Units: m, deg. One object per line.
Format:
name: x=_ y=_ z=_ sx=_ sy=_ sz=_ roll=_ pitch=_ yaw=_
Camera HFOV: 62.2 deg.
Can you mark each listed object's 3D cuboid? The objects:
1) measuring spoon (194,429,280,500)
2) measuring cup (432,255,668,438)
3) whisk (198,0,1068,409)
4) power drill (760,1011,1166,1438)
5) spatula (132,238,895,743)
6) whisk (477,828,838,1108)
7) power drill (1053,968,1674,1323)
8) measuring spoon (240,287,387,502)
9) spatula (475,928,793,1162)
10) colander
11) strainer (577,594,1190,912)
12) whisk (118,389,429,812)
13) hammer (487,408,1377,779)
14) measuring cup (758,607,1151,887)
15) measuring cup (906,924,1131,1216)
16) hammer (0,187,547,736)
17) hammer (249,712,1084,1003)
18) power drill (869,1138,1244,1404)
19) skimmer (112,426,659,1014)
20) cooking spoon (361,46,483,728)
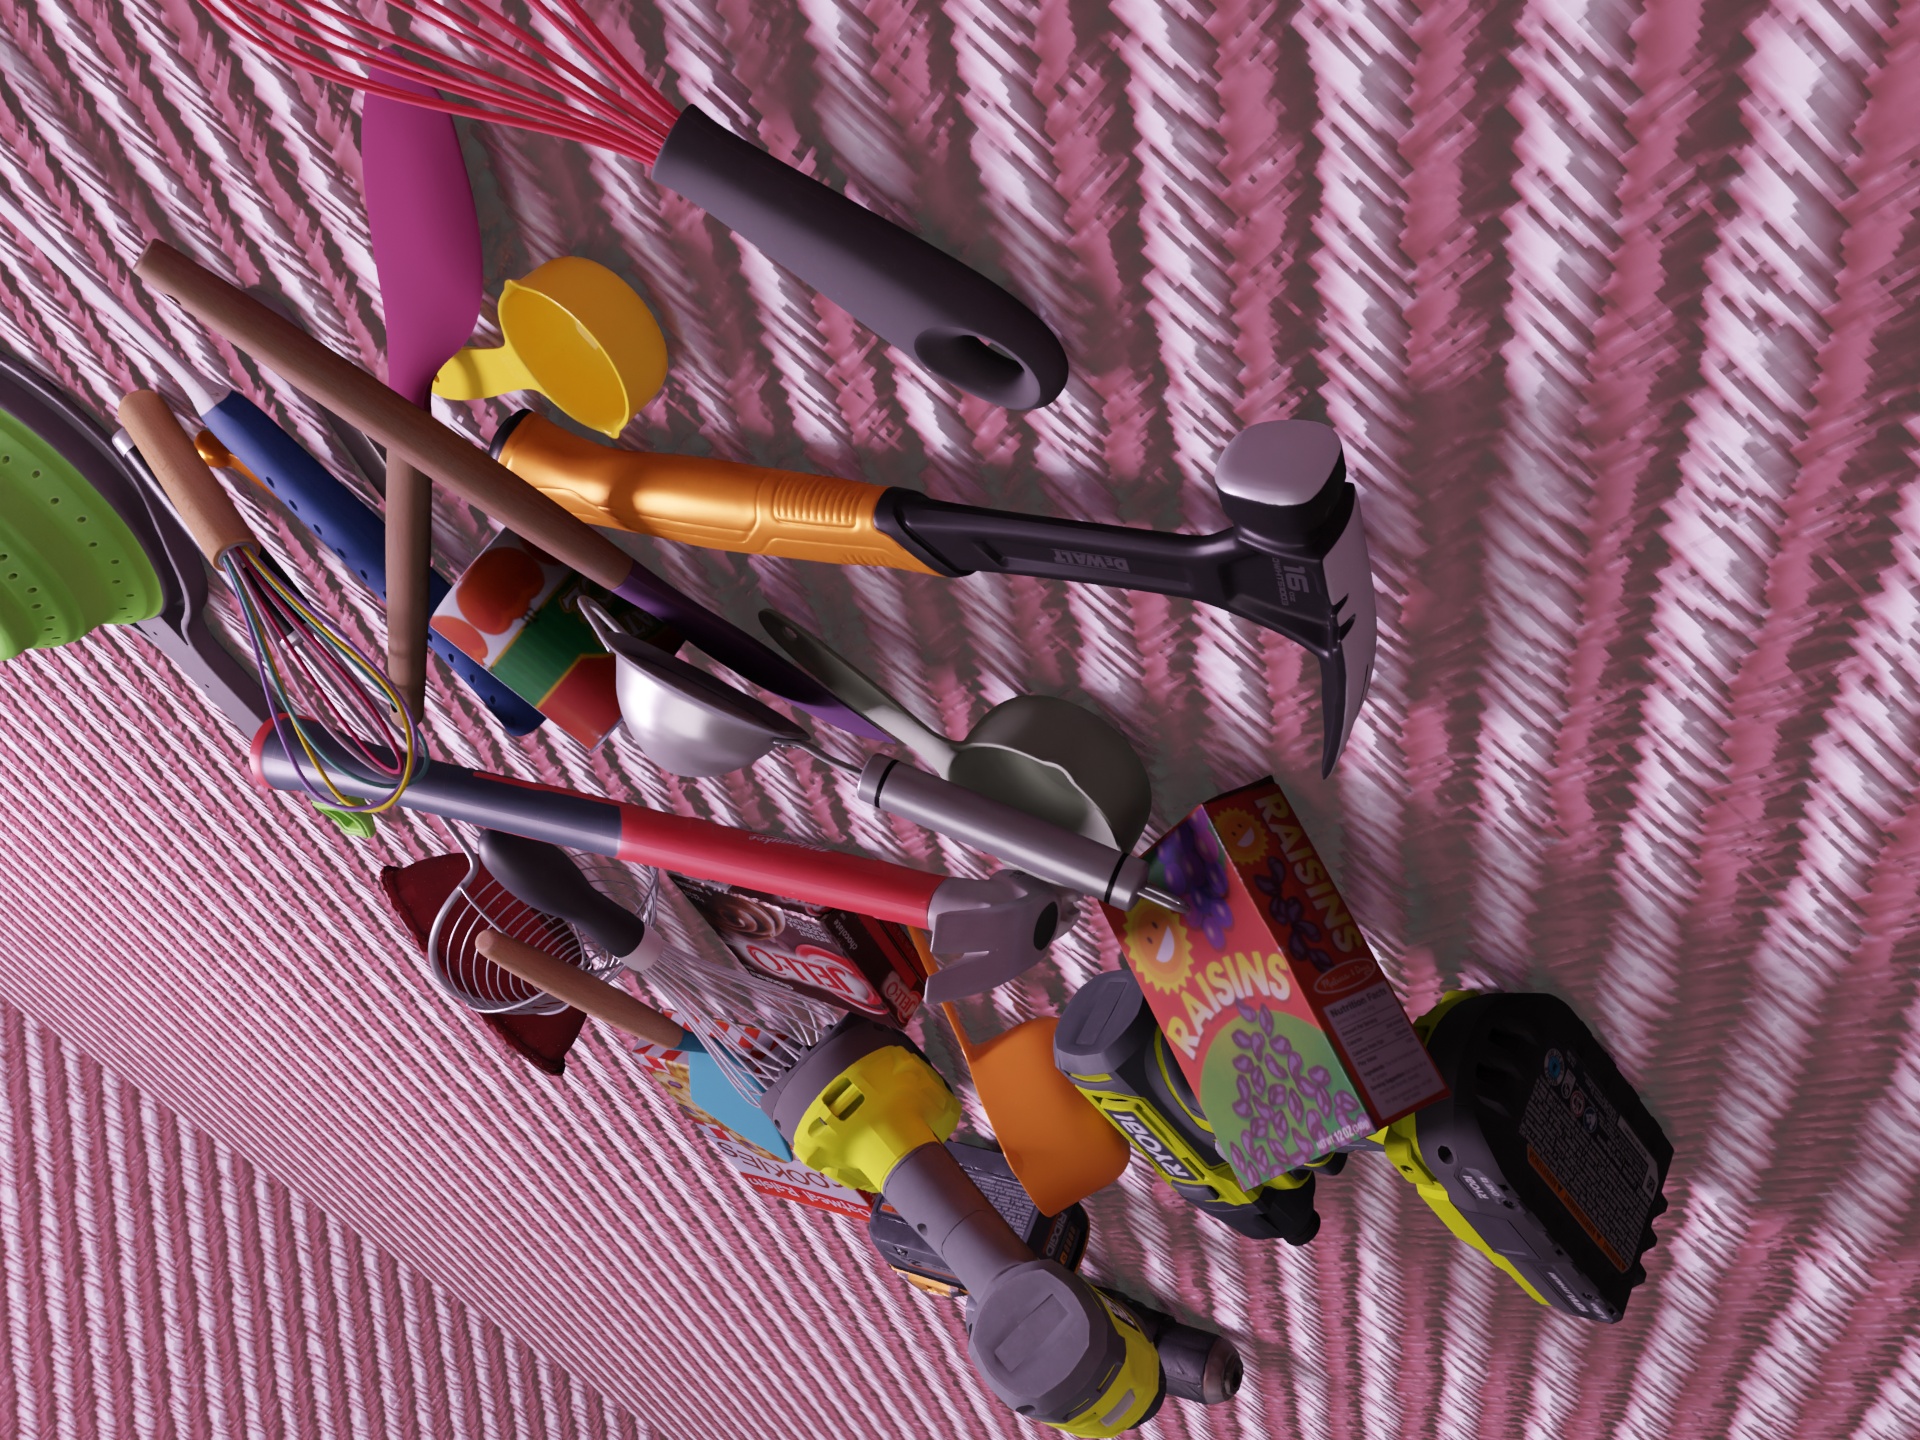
measuring spoon: x=-0.308 y=-0.097 z=0.742 sx=0.117 sy=0.011 sz=0.021 roll=34 pitch=147 yaw=-5
measuring cup: x=-0.155 y=-0.133 z=0.567 sx=0.157 sy=0.029 sz=0.062 roll=10 pitch=140 yaw=49
whisk: x=-0.096 y=-0.169 z=0.436 sx=0.295 sy=0.073 sz=0.073 roll=30 pitch=148 yaw=-10
power drill: x=0.012 y=0.264 z=0.808 sx=0.229 sy=0.080 sz=0.190 roll=42 pitch=173 yaw=34
spatula: x=-0.144 y=-0.067 z=0.573 sx=0.315 sy=0.018 sz=0.060 roll=36 pitch=166 yaw=-36
whisk: x=-0.148 y=0.132 z=0.828 sx=0.070 sy=0.070 sz=0.284 roll=0 pitch=146 yaw=39
power drill: x=0.165 y=0.176 z=0.665 sx=0.223 sy=0.080 sz=0.171 roll=-10 pitch=129 yaw=51
measuring spoon: x=-0.263 y=-0.123 z=0.664 sx=0.034 sy=0.018 sz=0.124 roll=6 pitch=139 yaw=34
spatula: x=-0.173 y=0.175 z=0.861 sx=0.082 sy=0.044 sz=0.317 roll=23 pitch=165 yaw=28
colander: x=-0.474 y=-0.042 z=0.875 sx=0.204 sy=0.094 sz=0.396 roll=3 pitch=137 yaw=37
strainer: x=-0.038 y=0.021 z=0.579 sx=0.258 sy=0.050 sz=0.087 roll=22 pitch=-178 yaw=14
whisk: x=-0.301 y=-0.059 z=0.691 sx=0.245 sy=0.051 sz=0.047 roll=51 pitch=137 yaw=18
hammer: x=-0.028 y=-0.061 z=0.535 sx=0.337 sy=0.034 sz=0.127 roll=13 pitch=149 yaw=29
measuring cup: x=-0.001 y=-0.002 z=0.600 sx=0.167 sy=0.038 sz=0.083 roll=36 pitch=149 yaw=7
measuring cup: x=0.027 y=0.149 z=0.761 sx=0.173 sy=0.052 sz=0.095 roll=64 pitch=-177 yaw=-4
hammer: x=-0.313 y=-0.138 z=0.650 sx=0.405 sy=0.035 sz=0.144 roll=49 pitch=160 yaw=-29
hammer: x=-0.151 y=0.048 z=0.668 sx=0.386 sy=0.038 sz=0.143 roll=10 pitch=-173 yaw=19
power drill: x=0.063 y=0.350 z=0.978 sx=0.185 sy=0.084 sz=0.226 roll=4 pitch=143 yaw=32
skimmer: x=-0.292 y=0.003 z=0.813 sx=0.363 sy=0.127 sz=0.090 roll=54 pitch=172 yaw=-13
cooking spoon: x=-0.209 y=-0.099 z=0.602 sx=0.069 sy=0.017 sz=0.318 roll=45 pitch=141 yaw=19
